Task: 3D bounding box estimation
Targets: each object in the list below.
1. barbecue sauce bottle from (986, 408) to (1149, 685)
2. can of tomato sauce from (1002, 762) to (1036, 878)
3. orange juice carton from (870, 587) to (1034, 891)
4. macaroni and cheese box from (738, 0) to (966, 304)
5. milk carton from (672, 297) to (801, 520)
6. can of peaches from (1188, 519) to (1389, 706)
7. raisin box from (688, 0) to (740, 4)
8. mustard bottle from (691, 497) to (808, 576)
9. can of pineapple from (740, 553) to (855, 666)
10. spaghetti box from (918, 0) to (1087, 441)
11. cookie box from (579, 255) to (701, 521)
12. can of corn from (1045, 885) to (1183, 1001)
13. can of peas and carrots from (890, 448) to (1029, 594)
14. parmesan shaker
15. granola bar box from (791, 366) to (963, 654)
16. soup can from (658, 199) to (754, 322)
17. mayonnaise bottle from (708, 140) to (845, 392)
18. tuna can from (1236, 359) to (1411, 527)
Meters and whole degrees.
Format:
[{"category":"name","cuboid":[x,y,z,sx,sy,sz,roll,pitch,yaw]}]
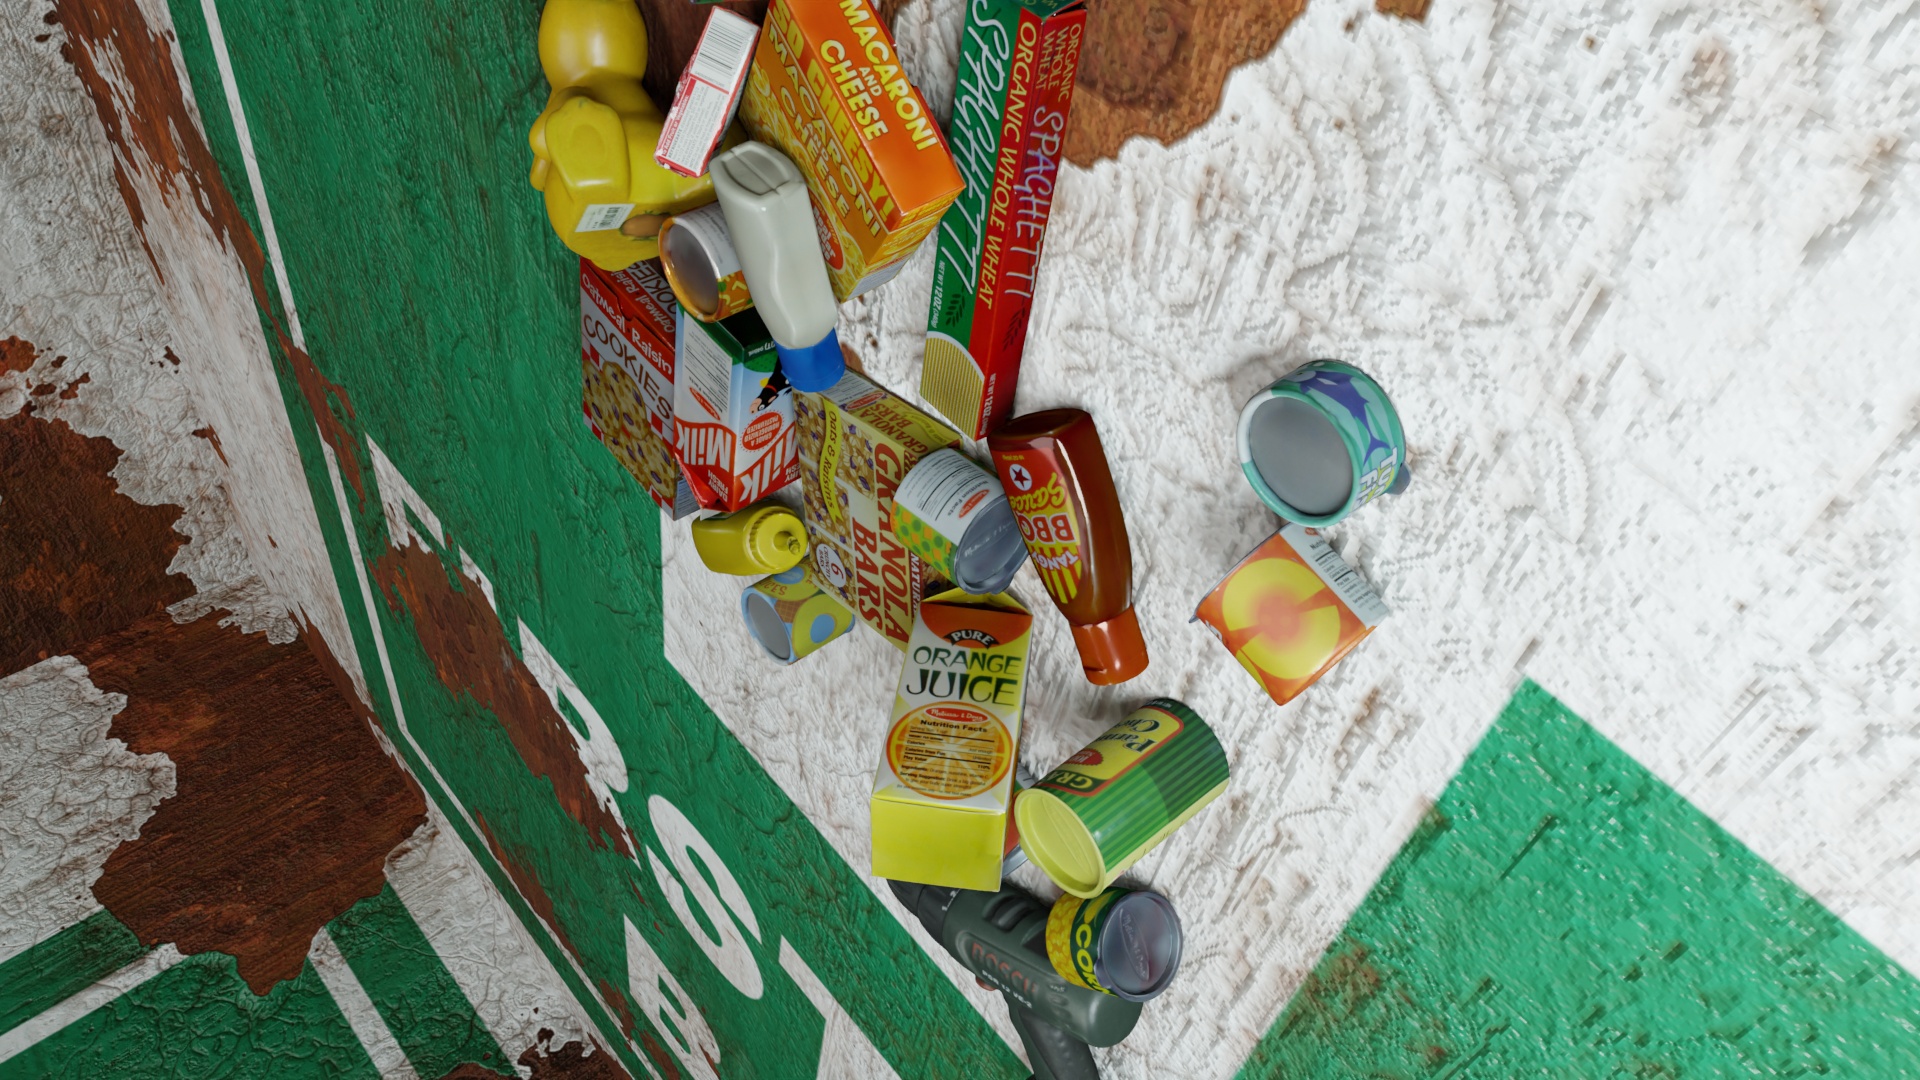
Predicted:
[{"category":"barbecue sauce bottle","cuboid":[0.063,0.005,0.742,0.065,0.044,0.148,3,118,53]},{"category":"can of tomato sauce","cuboid":[0.016,0.174,0.917,0.083,0.071,0.070,47,146,20]},{"category":"orange juice carton","cuboid":[0.000,0.101,0.806,0.073,0.194,0.071,7,131,5]},{"category":"macaroni and cheese box","cuboid":[-0.061,-0.203,0.712,0.123,0.040,0.166,61,164,-3]},{"category":"milk carton","cuboid":[-0.142,-0.089,0.926,0.073,0.072,0.189,44,144,24]},{"category":"can of peaches","cuboid":[0.147,0.034,0.625,0.058,0.071,0.071,49,146,16]},{"category":"raisin box","cuboid":[-0.104,-0.325,0.716,0.123,0.040,0.085,21,130,47]},{"category":"mustard bottle","cuboid":[-0.143,-0.003,0.988,0.160,0.065,0.048,6,118,62]},{"category":"can of pineapple","cuboid":[-0.120,0.050,1.019,0.071,0.058,0.070,34,139,35]},{"category":"spaghetti box","cuboid":[0.016,-0.158,0.692,0.050,0.029,0.248,42,144,28]},{"category":"cookie box","cuboid":[-0.226,-0.113,1.004,0.123,0.040,0.166,44,144,24]},{"category":"can of corn","cuboid":[0.094,0.251,0.871,0.058,0.071,0.071,-12,105,57]},{"category":"can of peas and carrots","cuboid":[0.003,-0.010,0.794,0.059,0.071,0.070,35,140,35]},{"category":"parmesan shaker","cuboid":[0.087,0.138,0.759,0.071,0.103,0.071,33,139,35]},{"category":"granola bar box","cuboid":[-0.050,-0.016,0.887,0.124,0.039,0.164,34,139,37]},{"category":"soup can","cuboid":[-0.128,-0.172,0.828,0.071,0.084,0.071,35,140,35]},{"category":"mayonnaise bottle","cuboid":[-0.096,-0.146,0.773,0.065,0.041,0.147,46,161,35]},{"category":"tuna can","cuboid":[0.154,-0.039,0.591,0.071,0.033,0.070,35,140,35]}]
